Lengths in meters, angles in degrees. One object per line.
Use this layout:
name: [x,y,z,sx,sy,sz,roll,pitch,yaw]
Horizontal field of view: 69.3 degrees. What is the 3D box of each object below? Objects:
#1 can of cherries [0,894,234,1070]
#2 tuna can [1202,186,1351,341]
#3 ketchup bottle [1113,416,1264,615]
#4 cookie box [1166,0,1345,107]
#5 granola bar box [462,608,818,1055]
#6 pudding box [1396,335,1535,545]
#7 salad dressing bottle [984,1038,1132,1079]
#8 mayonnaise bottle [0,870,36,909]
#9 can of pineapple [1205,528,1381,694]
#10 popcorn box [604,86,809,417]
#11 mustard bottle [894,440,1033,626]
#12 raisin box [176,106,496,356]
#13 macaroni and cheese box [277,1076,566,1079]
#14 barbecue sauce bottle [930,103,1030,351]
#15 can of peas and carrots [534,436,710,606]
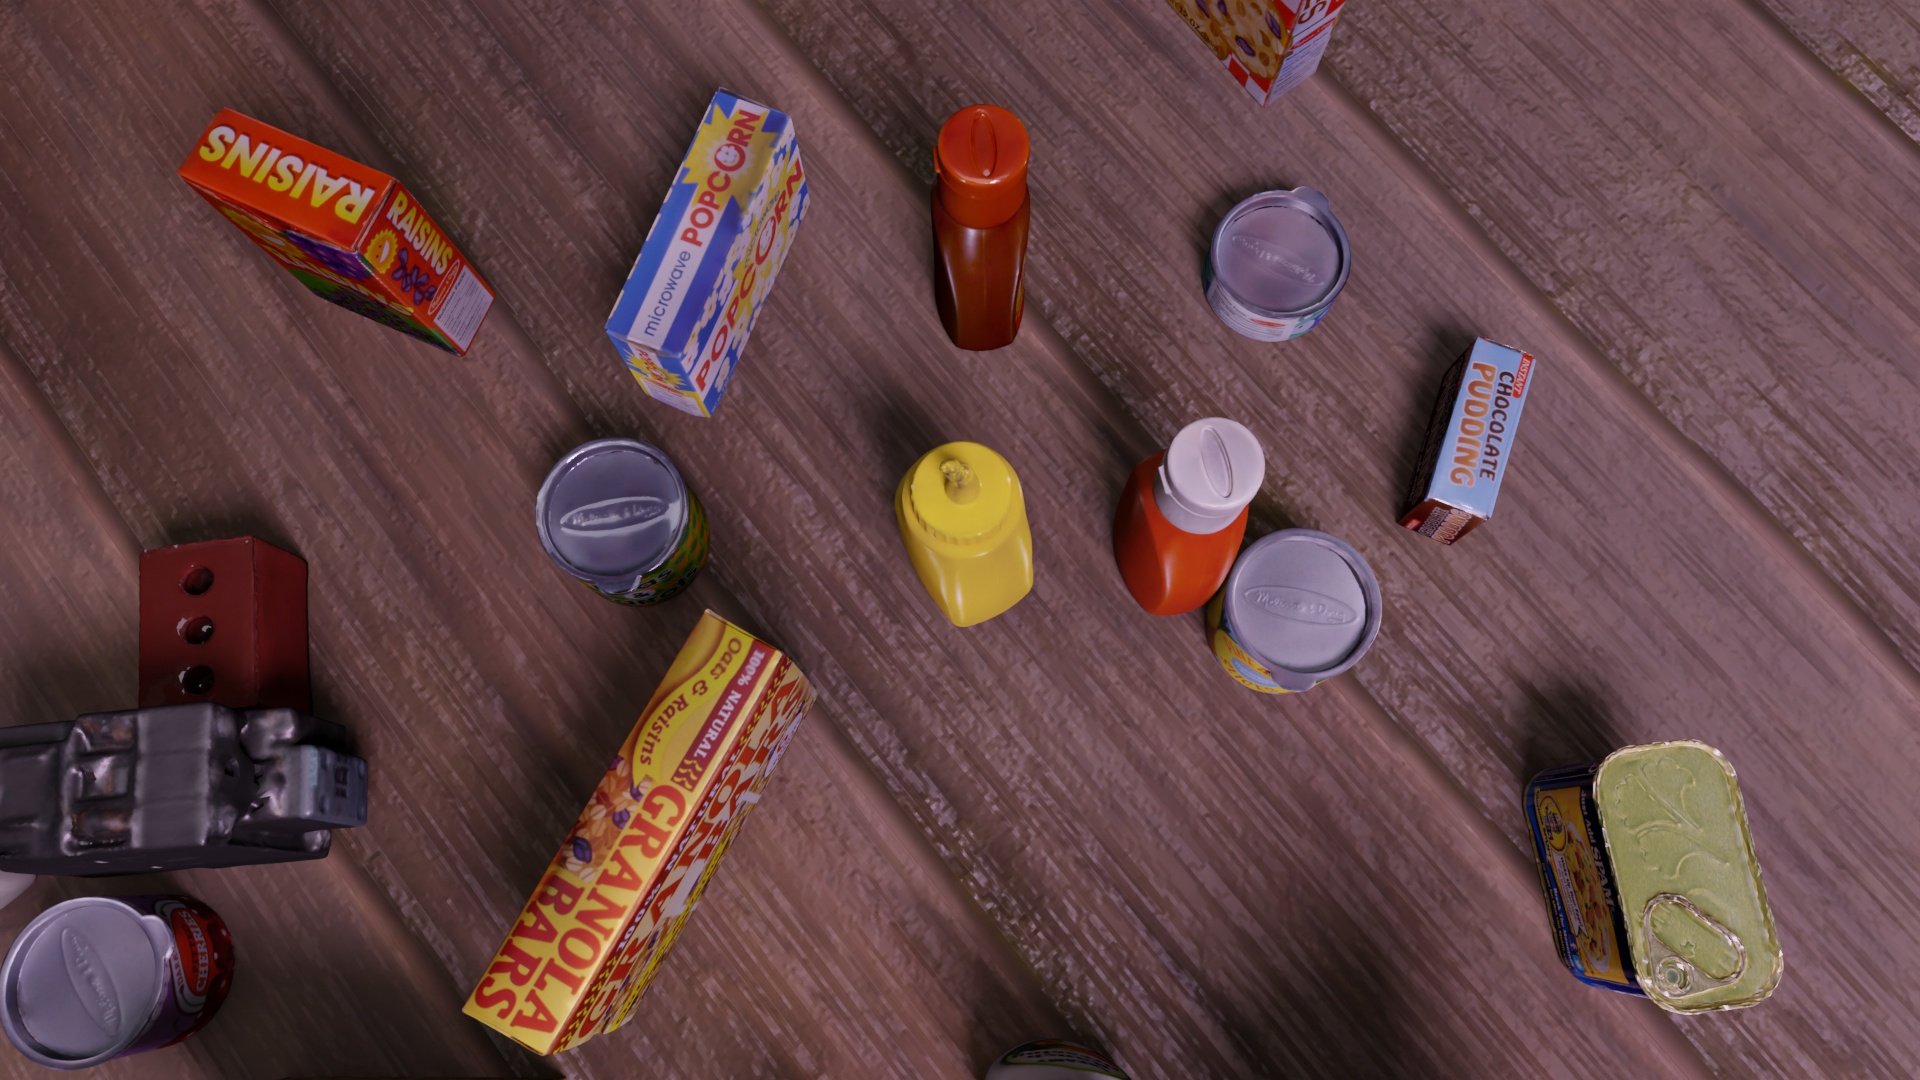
can of cherries: [-0.347,0.181,0.580,0.071,0.058,0.071,0,76,0]
tuna can: [0.152,-0.133,0.669,0.071,0.032,0.071,0,76,0]
ketchup bottle: [0.093,-0.011,0.579,0.043,0.148,0.065,-13,77,-3]
cookie box: [0.130,-0.295,0.640,0.040,0.167,0.123,-36,79,-8]
granola bar box: [-0.119,0.117,0.561,0.039,0.124,0.166,28,78,7]
pudding box: [0.232,-0.045,0.638,0.030,0.049,0.084,20,77,5]
salad dressing bottle: [0.040,0.219,0.523,0.064,0.147,0.044,8,77,2]
mayonnaise bottle: [-0.437,0.122,0.549,0.041,0.147,0.065,-38,79,-8]
can of pineapple: [0.144,0.034,0.615,0.071,0.057,0.071,0,76,0]
popcorn box: [-0.114,-0.129,0.642,0.038,0.085,0.127,20,77,5]
mustard bottle: [0.002,-0.007,0.573,0.049,0.160,0.065,-29,78,-6]
raisin box: [-0.274,-0.134,0.624,0.086,0.123,0.040,24,78,6]
macaroni and cheese box: [-0.230,0.230,0.512,0.124,0.166,0.040,0,77,0]
barbecue sauce bottle: [0.009,-0.137,0.611,0.044,0.148,0.065,-5,77,-1]
can of peas and carrots: [-0.149,-0.005,0.625,0.071,0.058,0.071,0,76,0]
